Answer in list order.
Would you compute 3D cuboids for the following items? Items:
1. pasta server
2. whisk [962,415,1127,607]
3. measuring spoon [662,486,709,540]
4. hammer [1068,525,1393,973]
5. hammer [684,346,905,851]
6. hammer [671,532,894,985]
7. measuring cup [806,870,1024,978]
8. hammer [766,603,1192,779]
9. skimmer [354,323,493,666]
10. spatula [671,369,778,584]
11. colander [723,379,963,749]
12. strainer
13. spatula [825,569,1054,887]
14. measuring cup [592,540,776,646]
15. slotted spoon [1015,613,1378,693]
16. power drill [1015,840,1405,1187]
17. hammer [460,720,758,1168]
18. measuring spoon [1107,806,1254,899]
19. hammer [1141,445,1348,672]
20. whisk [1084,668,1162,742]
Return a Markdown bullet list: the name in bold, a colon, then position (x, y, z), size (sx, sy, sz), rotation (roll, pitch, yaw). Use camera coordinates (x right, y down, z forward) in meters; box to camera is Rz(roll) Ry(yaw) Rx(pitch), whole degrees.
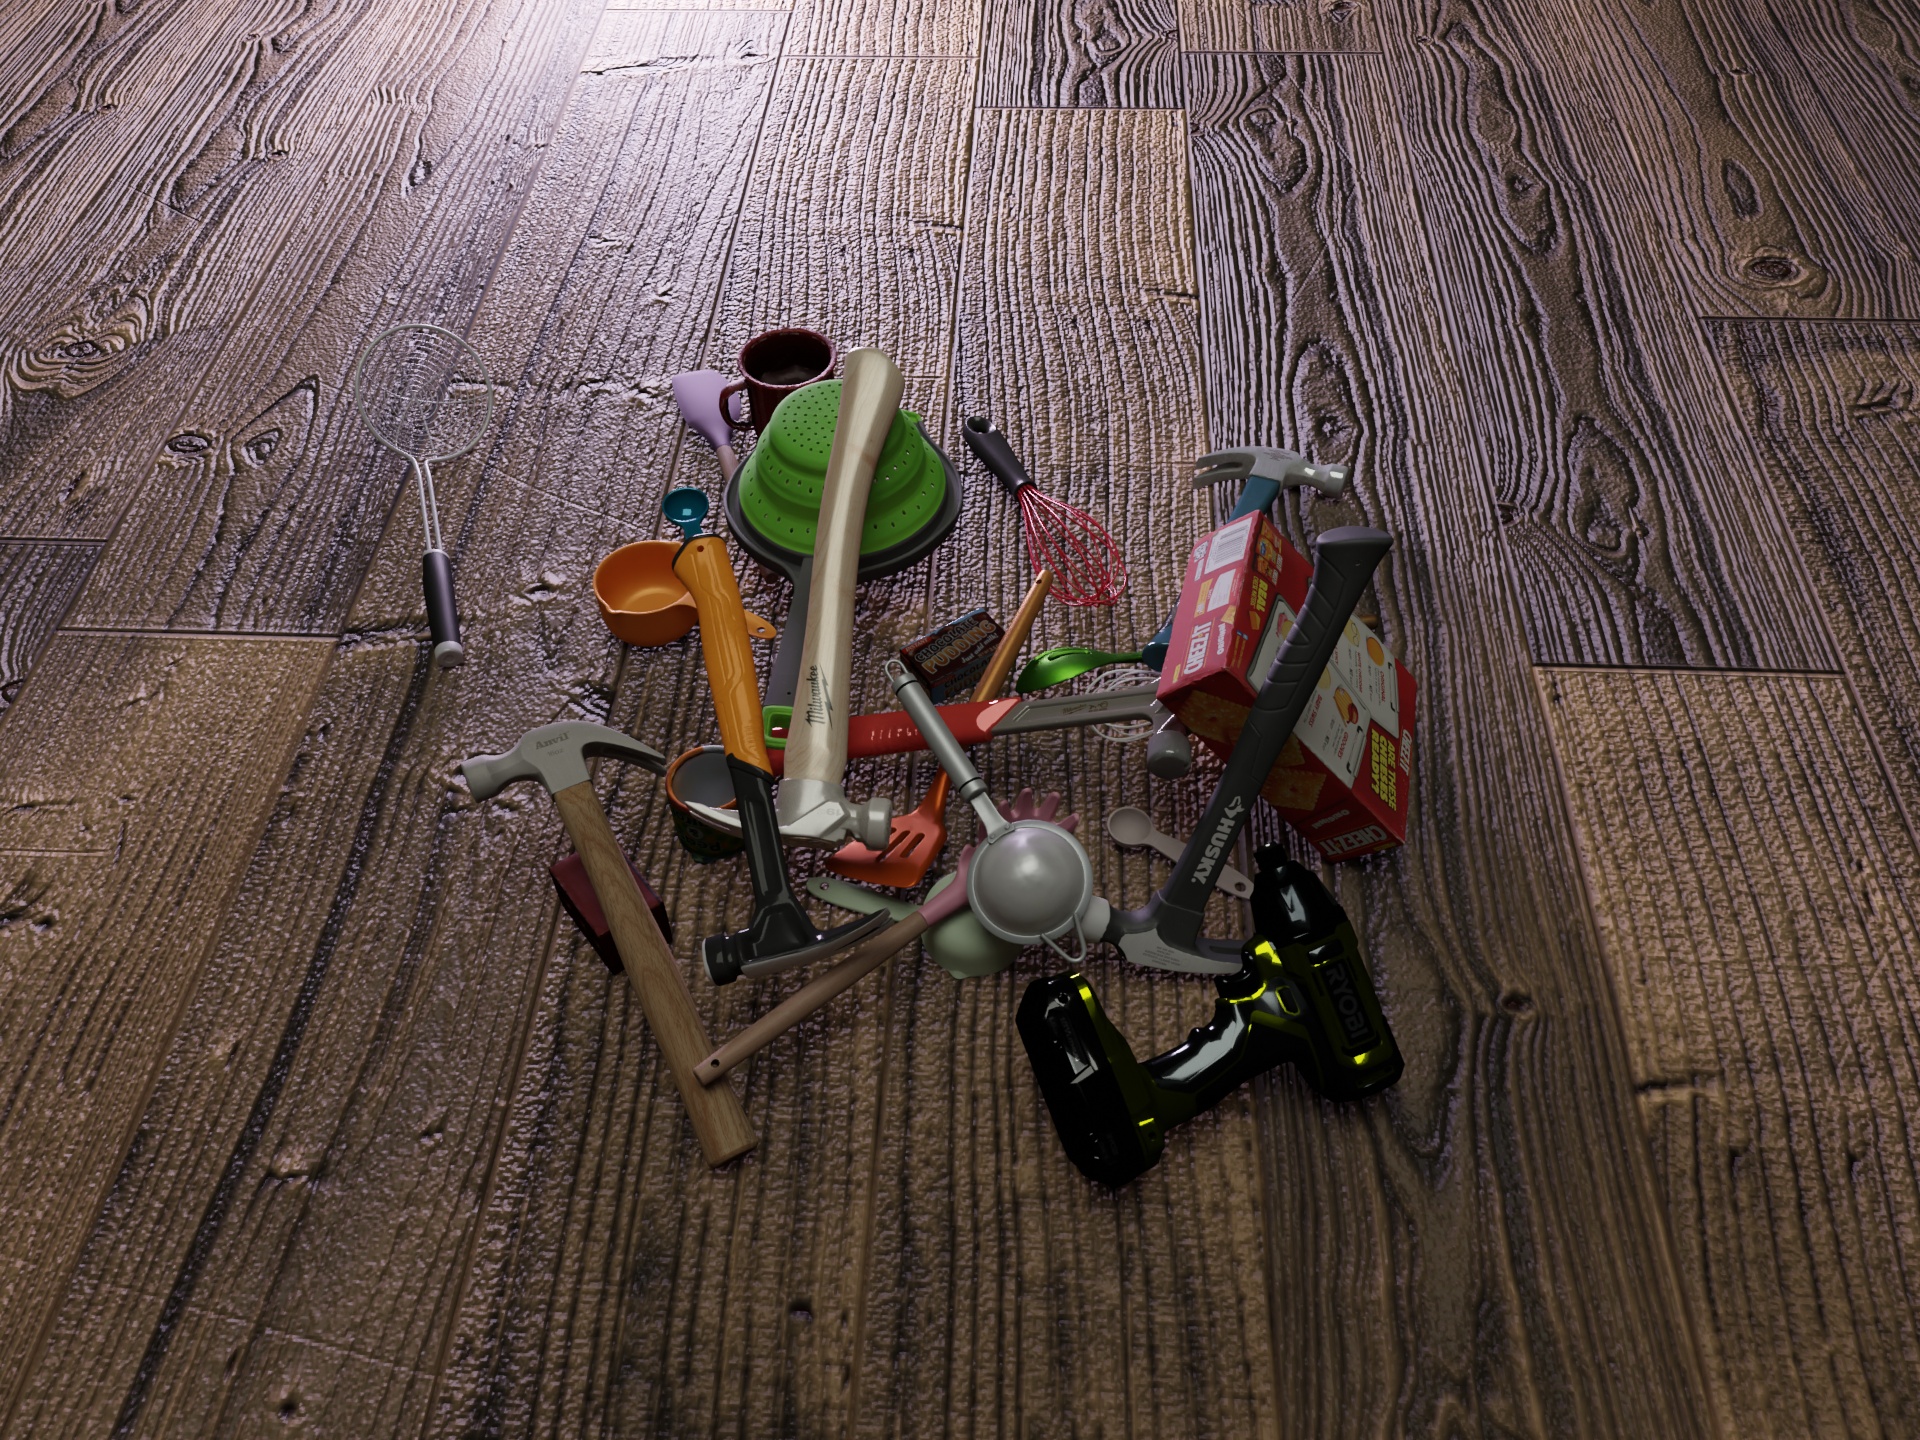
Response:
- **pasta server**: position (-0.047, 0.147, 1.078), size (0.316, 0.040, 0.060), rotation (-33, 70, -24)
- **whisk**: position (0.065, -0.192, 1.406), size (0.073, 0.073, 0.296), rotation (-18, 45, -13)
- **measuring spoon**: position (-0.234, -0.153, 1.410), size (0.042, 0.021, 0.129), rotation (-14, 60, -11)
- **hammer**: position (0.201, 0.025, 1.058), size (0.146, 0.334, 0.035), rotation (18, 20, -12)
- **hammer**: position (-0.105, -0.104, 1.202), size (0.146, 0.038, 0.411), rotation (5, 68, 1)
- **hammer**: position (-0.144, 0.011, 1.113), size (0.127, 0.034, 0.337), rotation (-16, 65, 0)
- **measuring cup**: position (-0.033, 0.130, 1.143), size (0.167, 0.038, 0.083), rotation (14, 51, 11)
- **hammer**: position (-0.002, -0.004, 1.200), size (0.359, 0.036, 0.149), rotation (-7, 47, 15)
- **skimmer**: position (-0.463, -0.206, 1.410), size (0.127, 0.090, 0.364), rotation (8, 44, -34)
- **spatula**: position (-0.211, -0.234, 1.473), size (0.059, 0.018, 0.316), rotation (-12, 49, -13)
- **colander**: position (-0.111, -0.154, 1.278), size (0.204, 0.094, 0.397), rotation (5, 51, 5)
- **strainer**: position (0.012, 0.055, 1.098), size (0.087, 0.050, 0.259), rotation (-32, 65, -4)
- **spatula**: position (0.003, 0.001, 1.233), size (0.081, 0.041, 0.323), rotation (9, 57, 31)
- **measuring cup**: position (-0.225, -0.088, 1.328), size (0.174, 0.052, 0.095), rotation (24, 54, 18)
- **slotted spoon**: position (0.195, -0.060, 1.300), size (0.313, 0.031, 0.070), rotation (-9, 9, -11)
- **power drill**: position (0.158, 0.190, 1.028), size (0.223, 0.080, 0.171), rotation (-20, 85, -14)
- **hammer**: position (-0.218, 0.144, 1.080), size (0.130, 0.031, 0.331), rotation (-23, 71, -18)
- **measuring spoon**: position (0.164, 0.104, 1.180), size (0.124, 0.018, 0.034), rotation (29, 56, 15)
- **hammer**: position (0.227, -0.142, 1.343), size (0.128, 0.033, 0.331), rotation (17, 43, 17)
- **whisk**: position (0.214, -0.023, 1.267), size (0.246, 0.059, 0.058), rotation (-7, 87, -10)
